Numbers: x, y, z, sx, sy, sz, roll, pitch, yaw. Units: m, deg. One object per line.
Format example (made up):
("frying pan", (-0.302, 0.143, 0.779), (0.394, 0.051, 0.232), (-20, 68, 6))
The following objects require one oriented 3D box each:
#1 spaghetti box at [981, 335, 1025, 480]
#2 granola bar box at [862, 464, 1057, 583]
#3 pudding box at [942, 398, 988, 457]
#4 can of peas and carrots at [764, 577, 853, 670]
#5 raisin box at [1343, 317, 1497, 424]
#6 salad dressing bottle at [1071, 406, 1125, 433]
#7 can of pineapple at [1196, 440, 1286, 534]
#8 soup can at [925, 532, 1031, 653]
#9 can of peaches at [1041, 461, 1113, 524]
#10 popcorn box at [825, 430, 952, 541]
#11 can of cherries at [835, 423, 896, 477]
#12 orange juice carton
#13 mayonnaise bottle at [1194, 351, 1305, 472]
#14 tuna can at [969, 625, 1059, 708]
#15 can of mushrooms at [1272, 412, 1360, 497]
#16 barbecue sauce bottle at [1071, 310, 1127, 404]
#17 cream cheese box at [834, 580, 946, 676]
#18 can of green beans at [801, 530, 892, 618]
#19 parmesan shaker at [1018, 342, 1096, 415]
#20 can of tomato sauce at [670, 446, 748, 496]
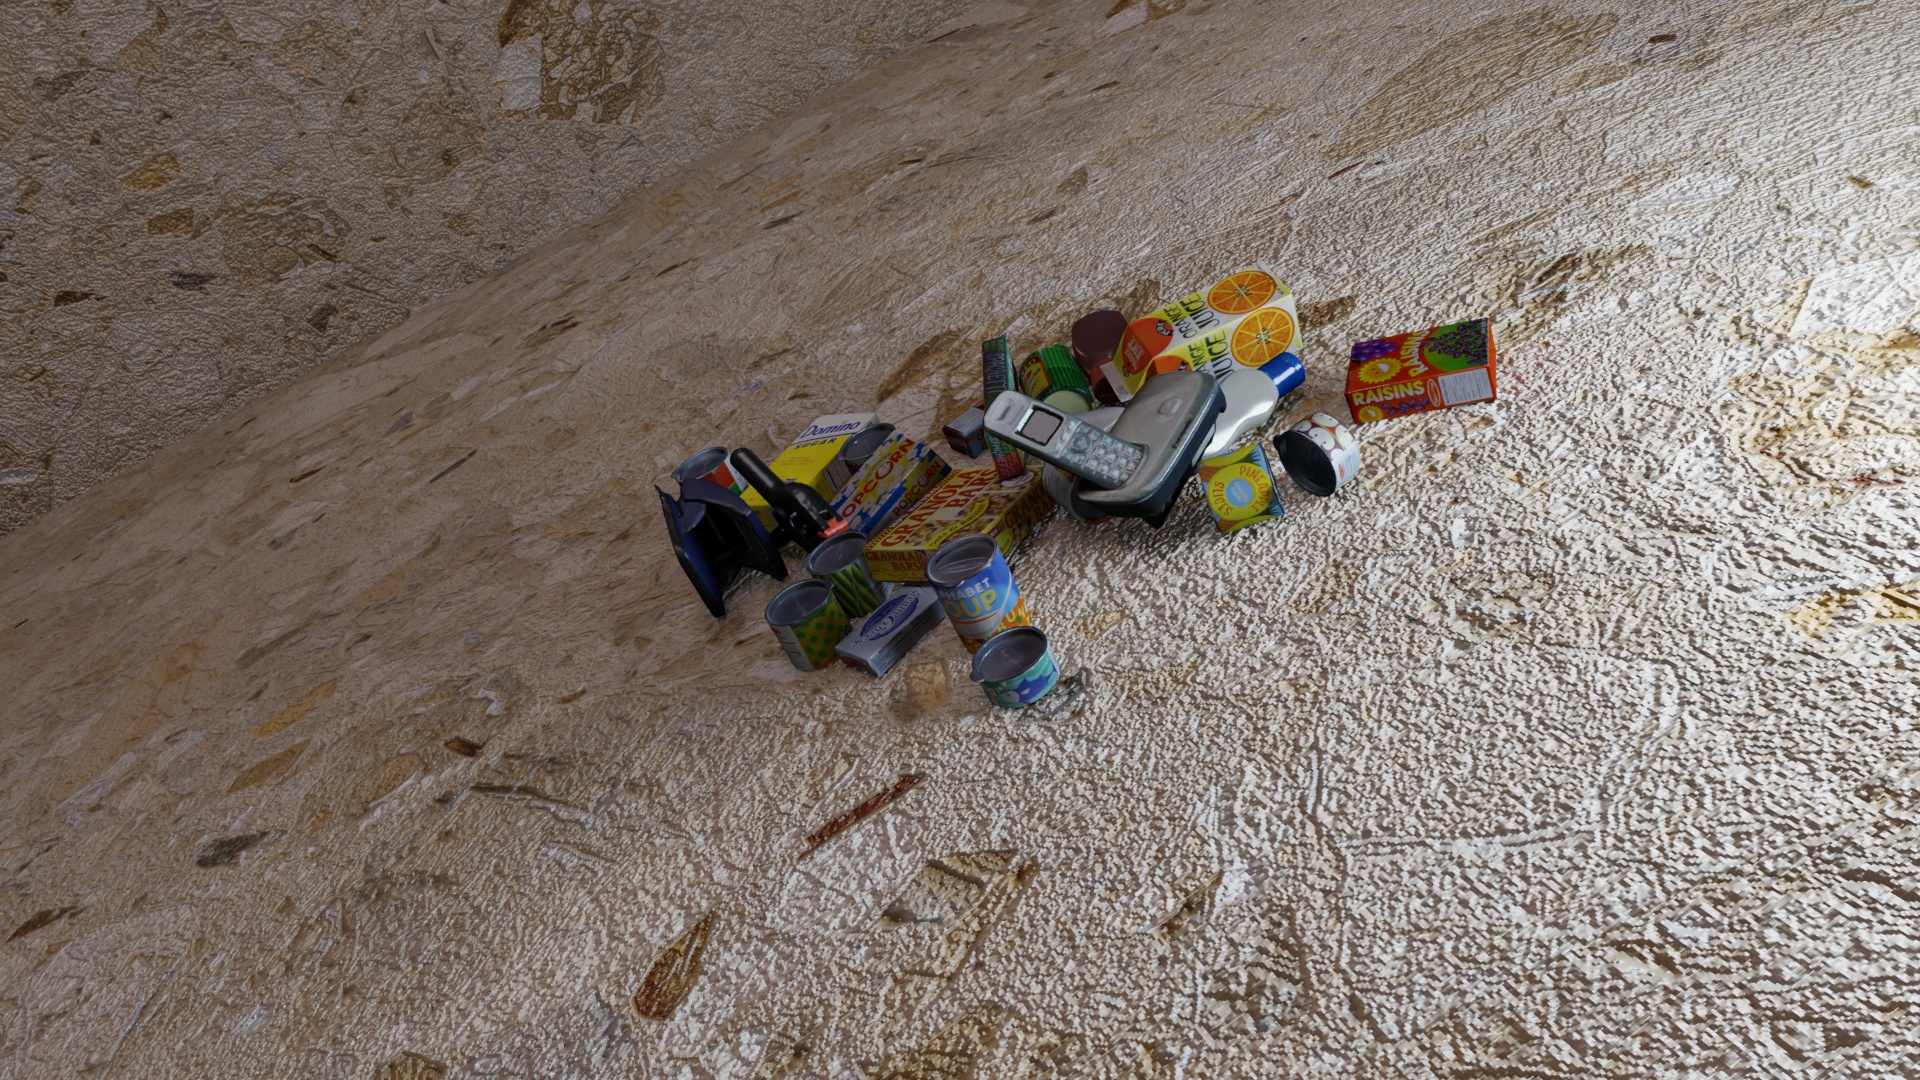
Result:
("spaghetti box", (0.043, -0.142, 1.421), (0.028, 0.050, 0.251), (-15, 28, 9))
("granola bar box", (0.005, -0.016, 1.313), (0.124, 0.039, 0.166), (-1, 29, 37))
("pudding box", (0.028, -0.128, 1.501), (0.084, 0.030, 0.050), (-37, 31, -18))
("can of peas and carrots", (-0.137, 0.076, 1.283), (0.071, 0.058, 0.071), (-18, 31, 12))
("raisin box", (0.412, -0.152, 1.242), (0.123, 0.040, 0.086), (-9, 35, 27))
("salad dressing bottle", (0.161, -0.107, 1.359), (0.147, 0.043, 0.064), (-9, 34, 24))
("can of pineapple", (0.238, -0.044, 1.179), (0.058, 0.070, 0.071), (-19, 31, 14))
("soup can", (0.015, 0.048, 1.188), (0.071, 0.083, 0.072), (-19, 31, 12))
("can of peaches", (0.119, -0.056, 1.287), (0.071, 0.071, 0.058), (-30, 31, -7))
("popcorn box", (-0.078, -0.047, 1.418), (0.127, 0.038, 0.085), (-49, 33, -7))
("can of cherries", (-0.091, -0.083, 1.494), (0.071, 0.058, 0.072), (-19, 32, 12))
("orange juice carton", (0.238, -0.198, 1.398), (0.193, 0.072, 0.072), (-25, 42, 1))
("mayonnaise bottle", (0.258, -0.126, 1.301), (0.148, 0.041, 0.065), (-34, 73, -18))
("tuna can", (0.043, 0.104, 1.130), (0.071, 0.032, 0.071), (-19, 31, 12))
("can of mushrooms", (0.302, -0.074, 1.177), (0.033, 0.070, 0.071), (-36, 32, -18))
("barbecue sauce bottle", (0.155, -0.198, 1.500), (0.065, 0.043, 0.149), (-15, 33, 10))
("cream cheese box", (-0.058, 0.078, 1.256), (0.104, 0.024, 0.053), (-42, 35, -26))
("can of green beans", (-0.105, 0.033, 1.327), (0.071, 0.057, 0.071), (-19, 31, 12))
("parmesan shaker", (0.101, -0.155, 1.446), (0.071, 0.071, 0.103), (-23, 30, 6))
("can of tomato sauce", (-0.273, -0.052, 1.558), (0.071, 0.082, 0.071), (-19, 31, 12))
